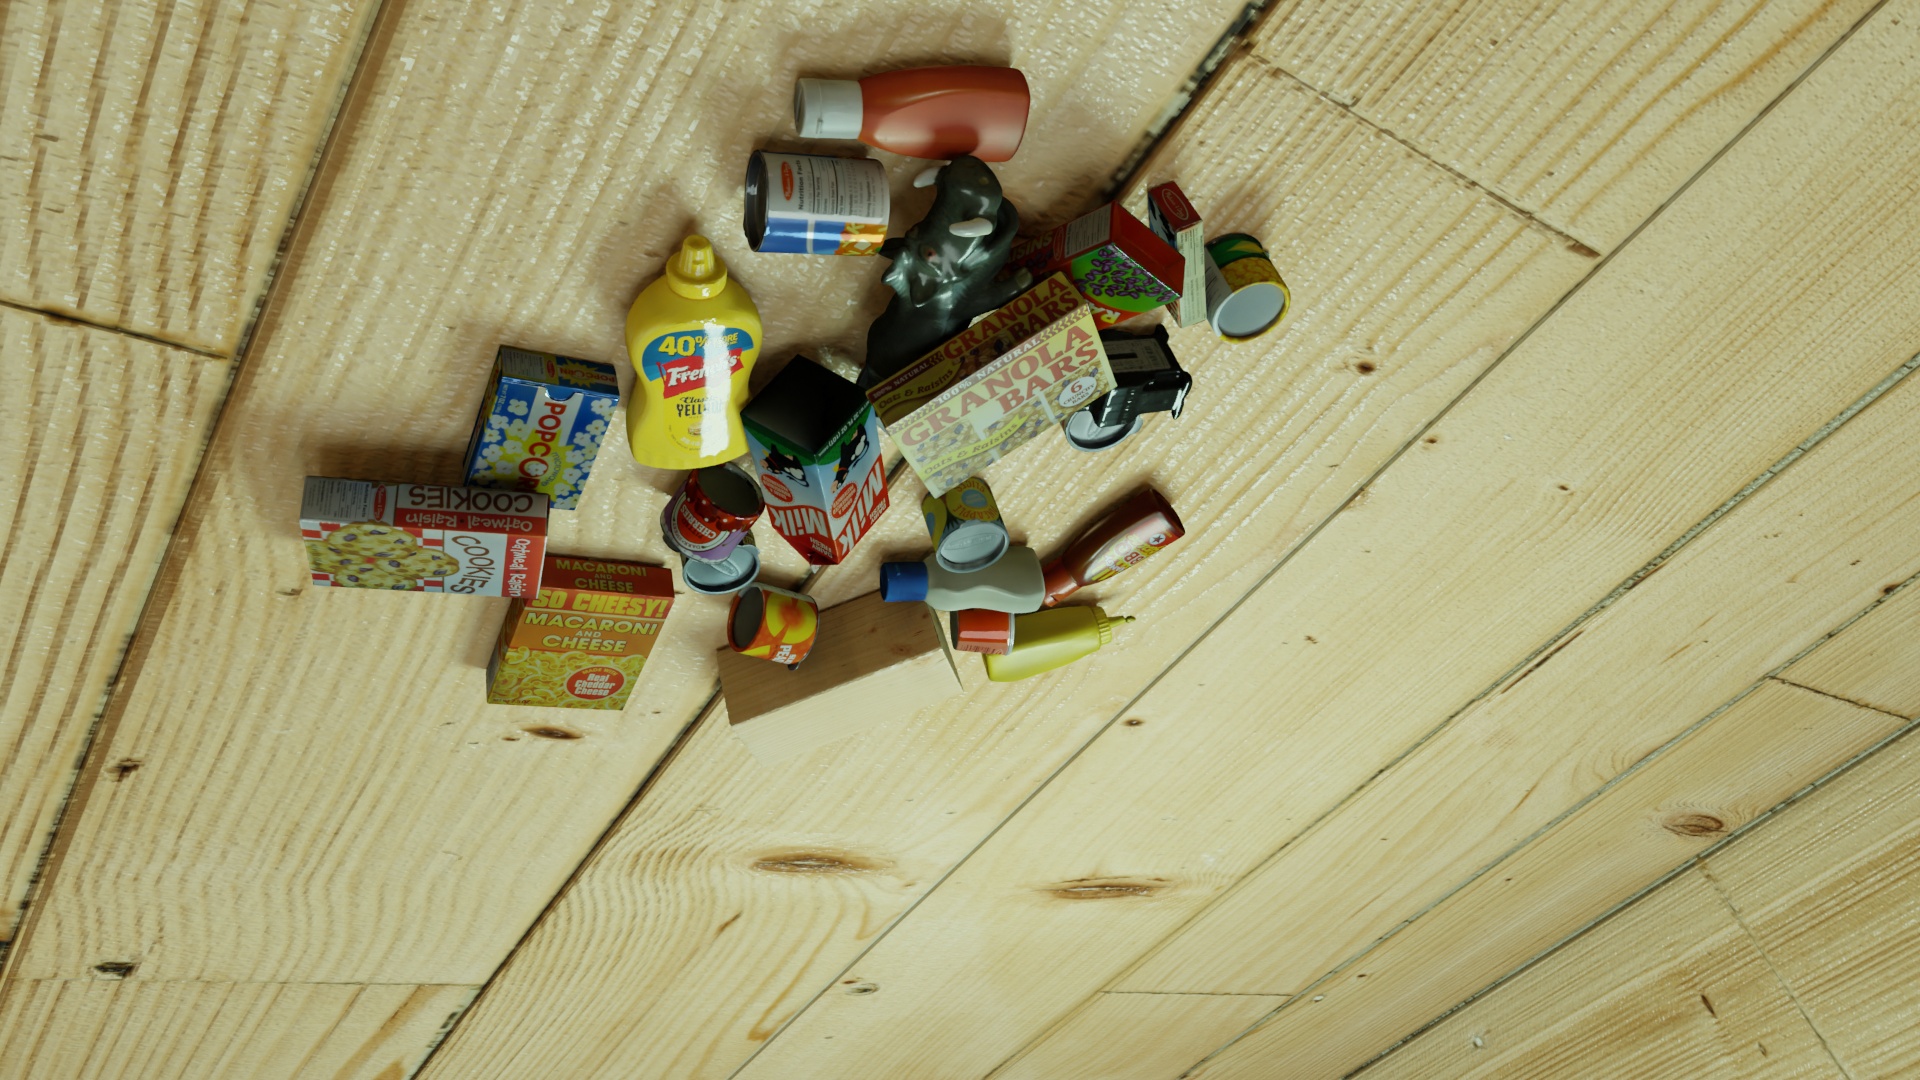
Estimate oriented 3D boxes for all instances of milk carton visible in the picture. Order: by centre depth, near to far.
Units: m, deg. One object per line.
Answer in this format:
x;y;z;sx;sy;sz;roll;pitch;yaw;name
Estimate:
-0.109;-0.049;1.096;0.072;0.073;0.189;-51;157;-25;milk carton

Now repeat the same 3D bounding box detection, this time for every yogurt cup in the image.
0.020;0.078;1.338;0.054;0.073;0.072;-1;139;-9;yogurt cup

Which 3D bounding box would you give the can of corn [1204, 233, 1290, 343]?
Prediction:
0.222;-0.199;1.096;0.071;0.058;0.070;-12;141;-9;can of corn

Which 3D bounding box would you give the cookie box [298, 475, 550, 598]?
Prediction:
-0.399;-0.001;1.047;0.168;0.040;0.122;4;155;-19;cookie box

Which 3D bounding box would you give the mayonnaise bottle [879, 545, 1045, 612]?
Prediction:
0.001;0.037;1.284;0.148;0.065;0.041;-1;142;-16;mayonnaise bottle

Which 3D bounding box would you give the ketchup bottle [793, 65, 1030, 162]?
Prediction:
-0.032;-0.279;0.906;0.149;0.044;0.064;-4;147;-18;ketchup bottle

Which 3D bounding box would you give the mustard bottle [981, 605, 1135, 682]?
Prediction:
0.100;0.098;1.406;0.160;0.049;0.065;-14;142;-8;mustard bottle

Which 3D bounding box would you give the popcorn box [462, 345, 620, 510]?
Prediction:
-0.313;-0.080;1.030;0.085;0.038;0.126;8;134;-29;popcorn box

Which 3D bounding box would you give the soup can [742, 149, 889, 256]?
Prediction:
-0.098;-0.223;0.929;0.084;0.071;0.071;-2;138;-21;soup can

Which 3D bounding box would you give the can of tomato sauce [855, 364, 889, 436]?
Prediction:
-0.033;-0.107;1.095;0.071;0.071;0.083;-31;140;15;can of tomato sauce

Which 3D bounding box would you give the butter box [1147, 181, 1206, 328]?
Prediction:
0.165;-0.216;1.057;0.024;0.053;0.103;-20;142;-3;butter box

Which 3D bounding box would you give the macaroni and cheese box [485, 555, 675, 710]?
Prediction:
-0.334;0.083;1.213;0.124;0.040;0.165;7;135;-29;macaroni and cheese box

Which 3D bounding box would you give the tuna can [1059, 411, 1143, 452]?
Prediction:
0.118;-0.109;1.180;0.071;0.033;0.070;-12;141;-9;tuna can

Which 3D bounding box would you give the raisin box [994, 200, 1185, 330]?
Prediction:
0.090;-0.194;1.023;0.123;0.040;0.086;-16;149;42;raisin box

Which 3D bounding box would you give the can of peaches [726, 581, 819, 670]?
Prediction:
-0.170;0.077;1.250;0.058;0.071;0.071;19;128;-37;can of peaches

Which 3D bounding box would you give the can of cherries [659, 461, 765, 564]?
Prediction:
-0.200;-0.023;1.119;0.071;0.072;0.058;17;129;-37;can of cherries

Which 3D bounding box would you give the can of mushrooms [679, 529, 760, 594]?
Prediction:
-0.205;0.013;1.189;0.071;0.033;0.070;-11;140;-9;can of mushrooms

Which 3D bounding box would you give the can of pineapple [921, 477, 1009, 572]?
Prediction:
0.004;-0.015;1.223;0.071;0.058;0.070;-12;141;-10;can of pineapple

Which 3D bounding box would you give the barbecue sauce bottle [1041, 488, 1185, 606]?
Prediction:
0.137;0.010;1.321;0.148;0.044;0.064;-33;140;17;barbecue sauce bottle

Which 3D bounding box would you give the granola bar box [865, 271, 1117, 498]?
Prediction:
0.026;-0.112;1.022;0.165;0.039;0.124;-32;152;2;granola bar box
